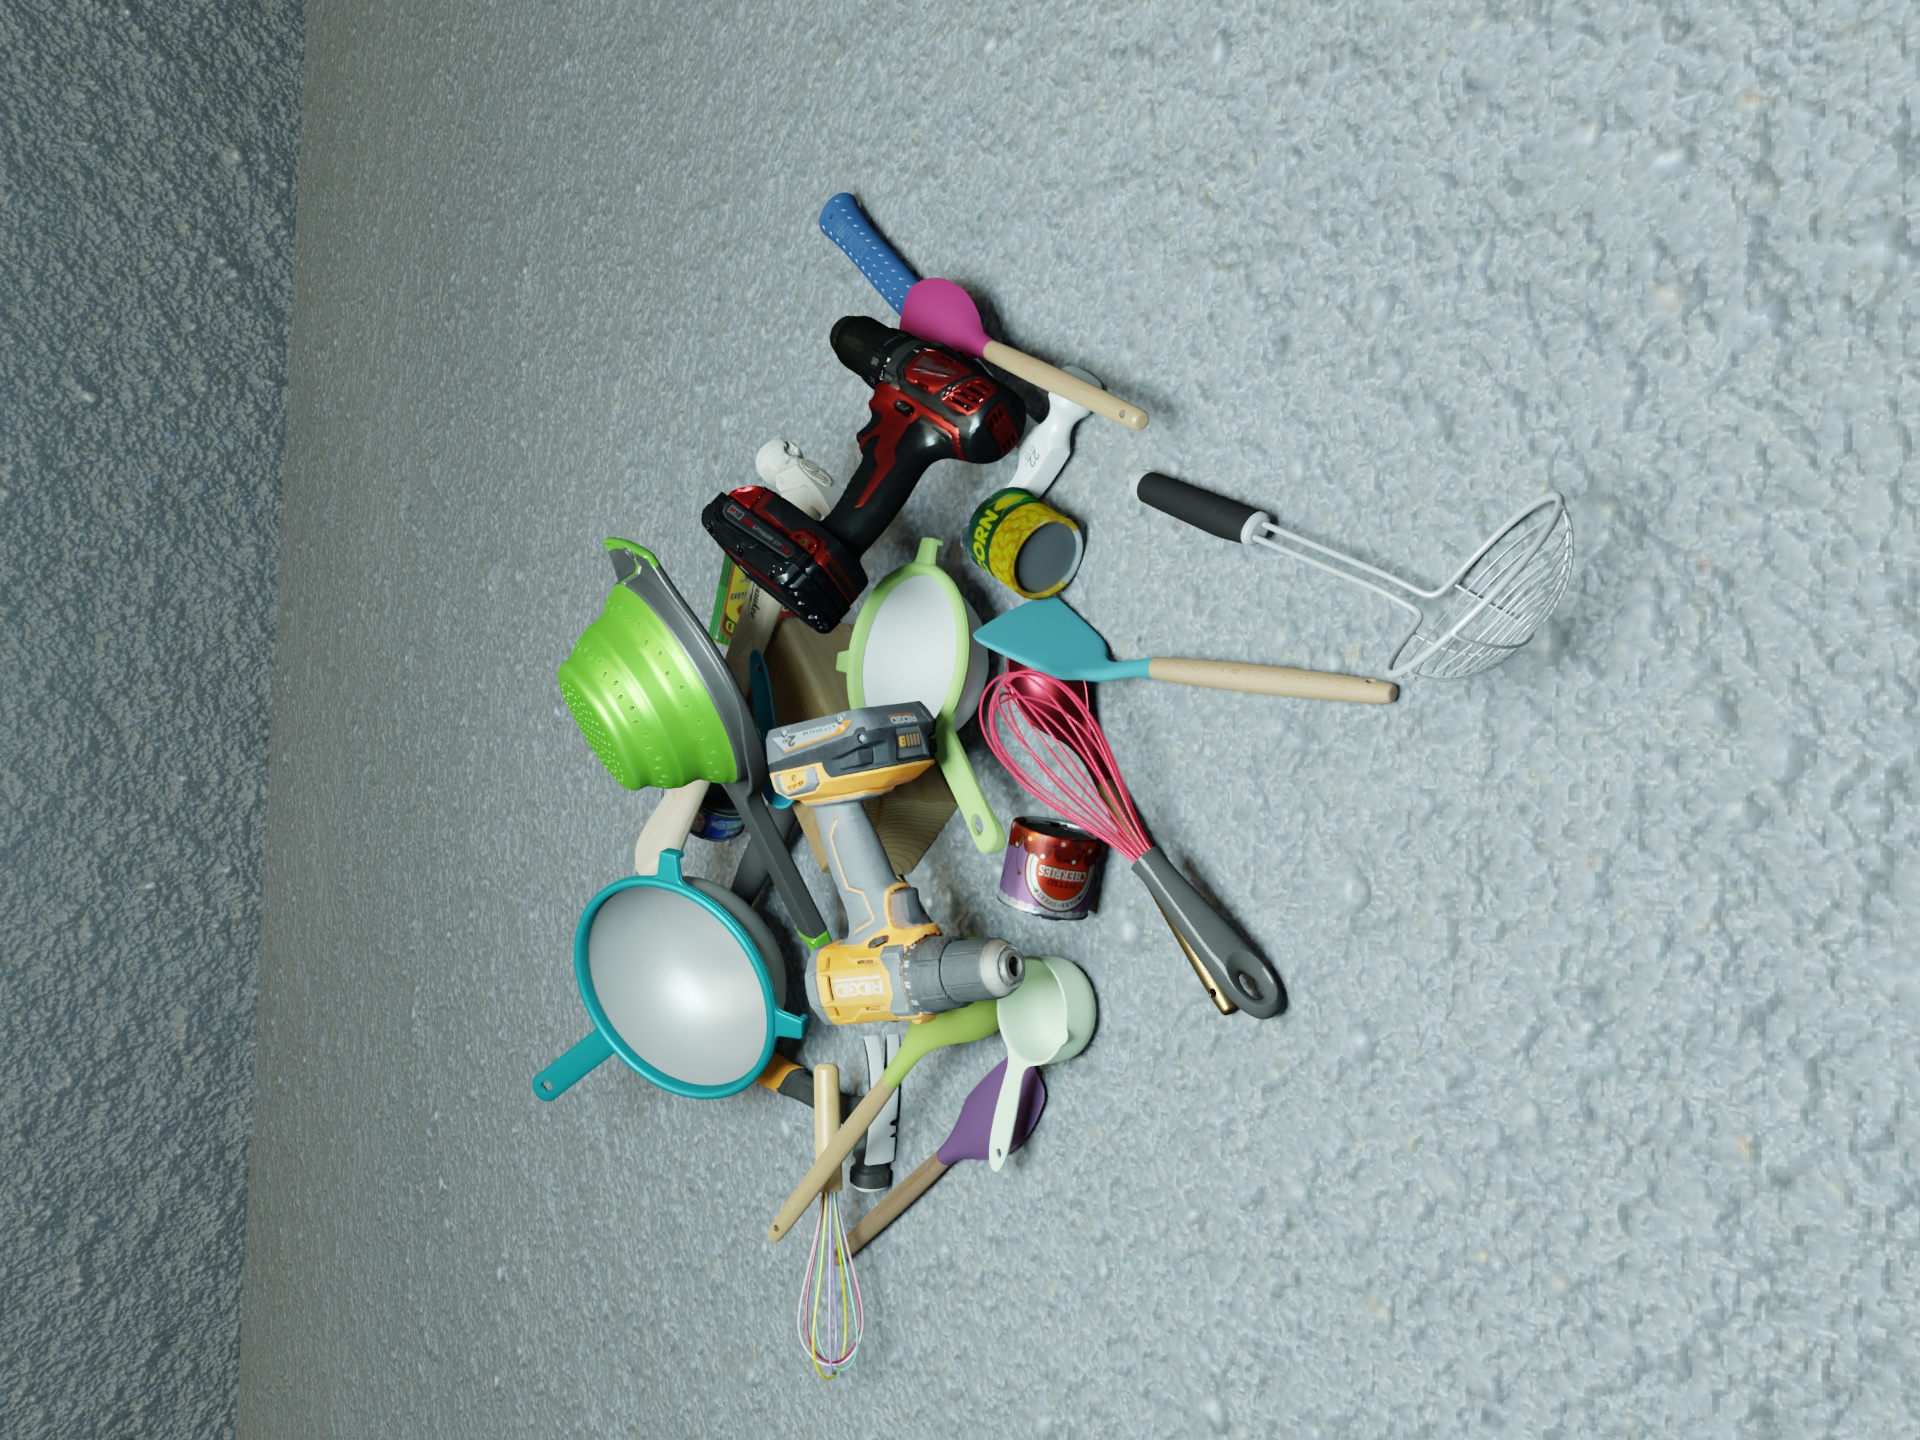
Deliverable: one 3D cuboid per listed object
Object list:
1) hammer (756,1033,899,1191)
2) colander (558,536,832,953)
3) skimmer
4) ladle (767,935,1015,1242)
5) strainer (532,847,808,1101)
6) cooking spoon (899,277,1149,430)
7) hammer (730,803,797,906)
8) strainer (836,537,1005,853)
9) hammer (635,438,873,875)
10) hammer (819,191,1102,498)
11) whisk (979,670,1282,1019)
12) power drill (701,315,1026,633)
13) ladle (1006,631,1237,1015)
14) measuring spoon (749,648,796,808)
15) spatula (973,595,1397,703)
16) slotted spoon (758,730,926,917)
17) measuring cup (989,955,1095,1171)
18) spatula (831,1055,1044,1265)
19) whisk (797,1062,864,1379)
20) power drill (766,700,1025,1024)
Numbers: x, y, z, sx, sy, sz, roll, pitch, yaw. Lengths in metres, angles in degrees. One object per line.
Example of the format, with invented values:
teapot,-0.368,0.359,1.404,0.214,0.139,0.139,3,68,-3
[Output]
hammer,-0.162,0.308,1.418,0.337,0.034,0.127,7,93,53
colander,-0.210,0.054,1.239,0.205,0.094,0.396,22,140,58
skimmer,0.202,-0.115,0.936,0.127,0.090,0.364,-49,39,-5
ladle,-0.061,0.293,1.228,0.078,0.062,0.320,44,114,22
strainer,-0.270,0.251,1.434,0.340,0.095,0.211,-39,88,34
cooking spoon,0.036,-0.265,1.164,0.319,0.017,0.068,39,118,47
hammer,-0.197,0.151,1.456,0.128,0.033,0.330,60,137,34
strainer,-0.002,-0.004,1.206,0.151,0.069,0.257,-51,49,33
hammer,-0.188,-0.021,1.331,0.146,0.038,0.410,49,124,40
hammer,-0.024,-0.313,1.290,0.406,0.035,0.144,56,129,39
whisk,0.109,0.075,1.037,0.296,0.073,0.073,51,127,24
power drill,-0.084,-0.196,1.176,0.227,0.080,0.188,-47,57,-7
ladle,0.111,0.064,1.091,0.069,0.031,0.316,-54,50,37
measuring spoon,-0.147,0.006,1.271,0.042,0.021,0.128,-8,92,41
spatula,0.144,-0.041,1.038,0.318,0.082,0.044,9,120,48
slotted spoon,-0.105,0.076,1.372,0.314,0.031,0.070,50,125,40
measuring cup,0.054,0.248,1.142,0.083,0.038,0.167,30,113,49
spatula,-0.025,0.357,1.248,0.315,0.018,0.060,-50,52,36
whisk,-0.106,0.401,1.279,0.051,0.047,0.245,-16,73,53
power drill,-0.046,0.103,1.132,0.185,0.084,0.226,-13,87,41
